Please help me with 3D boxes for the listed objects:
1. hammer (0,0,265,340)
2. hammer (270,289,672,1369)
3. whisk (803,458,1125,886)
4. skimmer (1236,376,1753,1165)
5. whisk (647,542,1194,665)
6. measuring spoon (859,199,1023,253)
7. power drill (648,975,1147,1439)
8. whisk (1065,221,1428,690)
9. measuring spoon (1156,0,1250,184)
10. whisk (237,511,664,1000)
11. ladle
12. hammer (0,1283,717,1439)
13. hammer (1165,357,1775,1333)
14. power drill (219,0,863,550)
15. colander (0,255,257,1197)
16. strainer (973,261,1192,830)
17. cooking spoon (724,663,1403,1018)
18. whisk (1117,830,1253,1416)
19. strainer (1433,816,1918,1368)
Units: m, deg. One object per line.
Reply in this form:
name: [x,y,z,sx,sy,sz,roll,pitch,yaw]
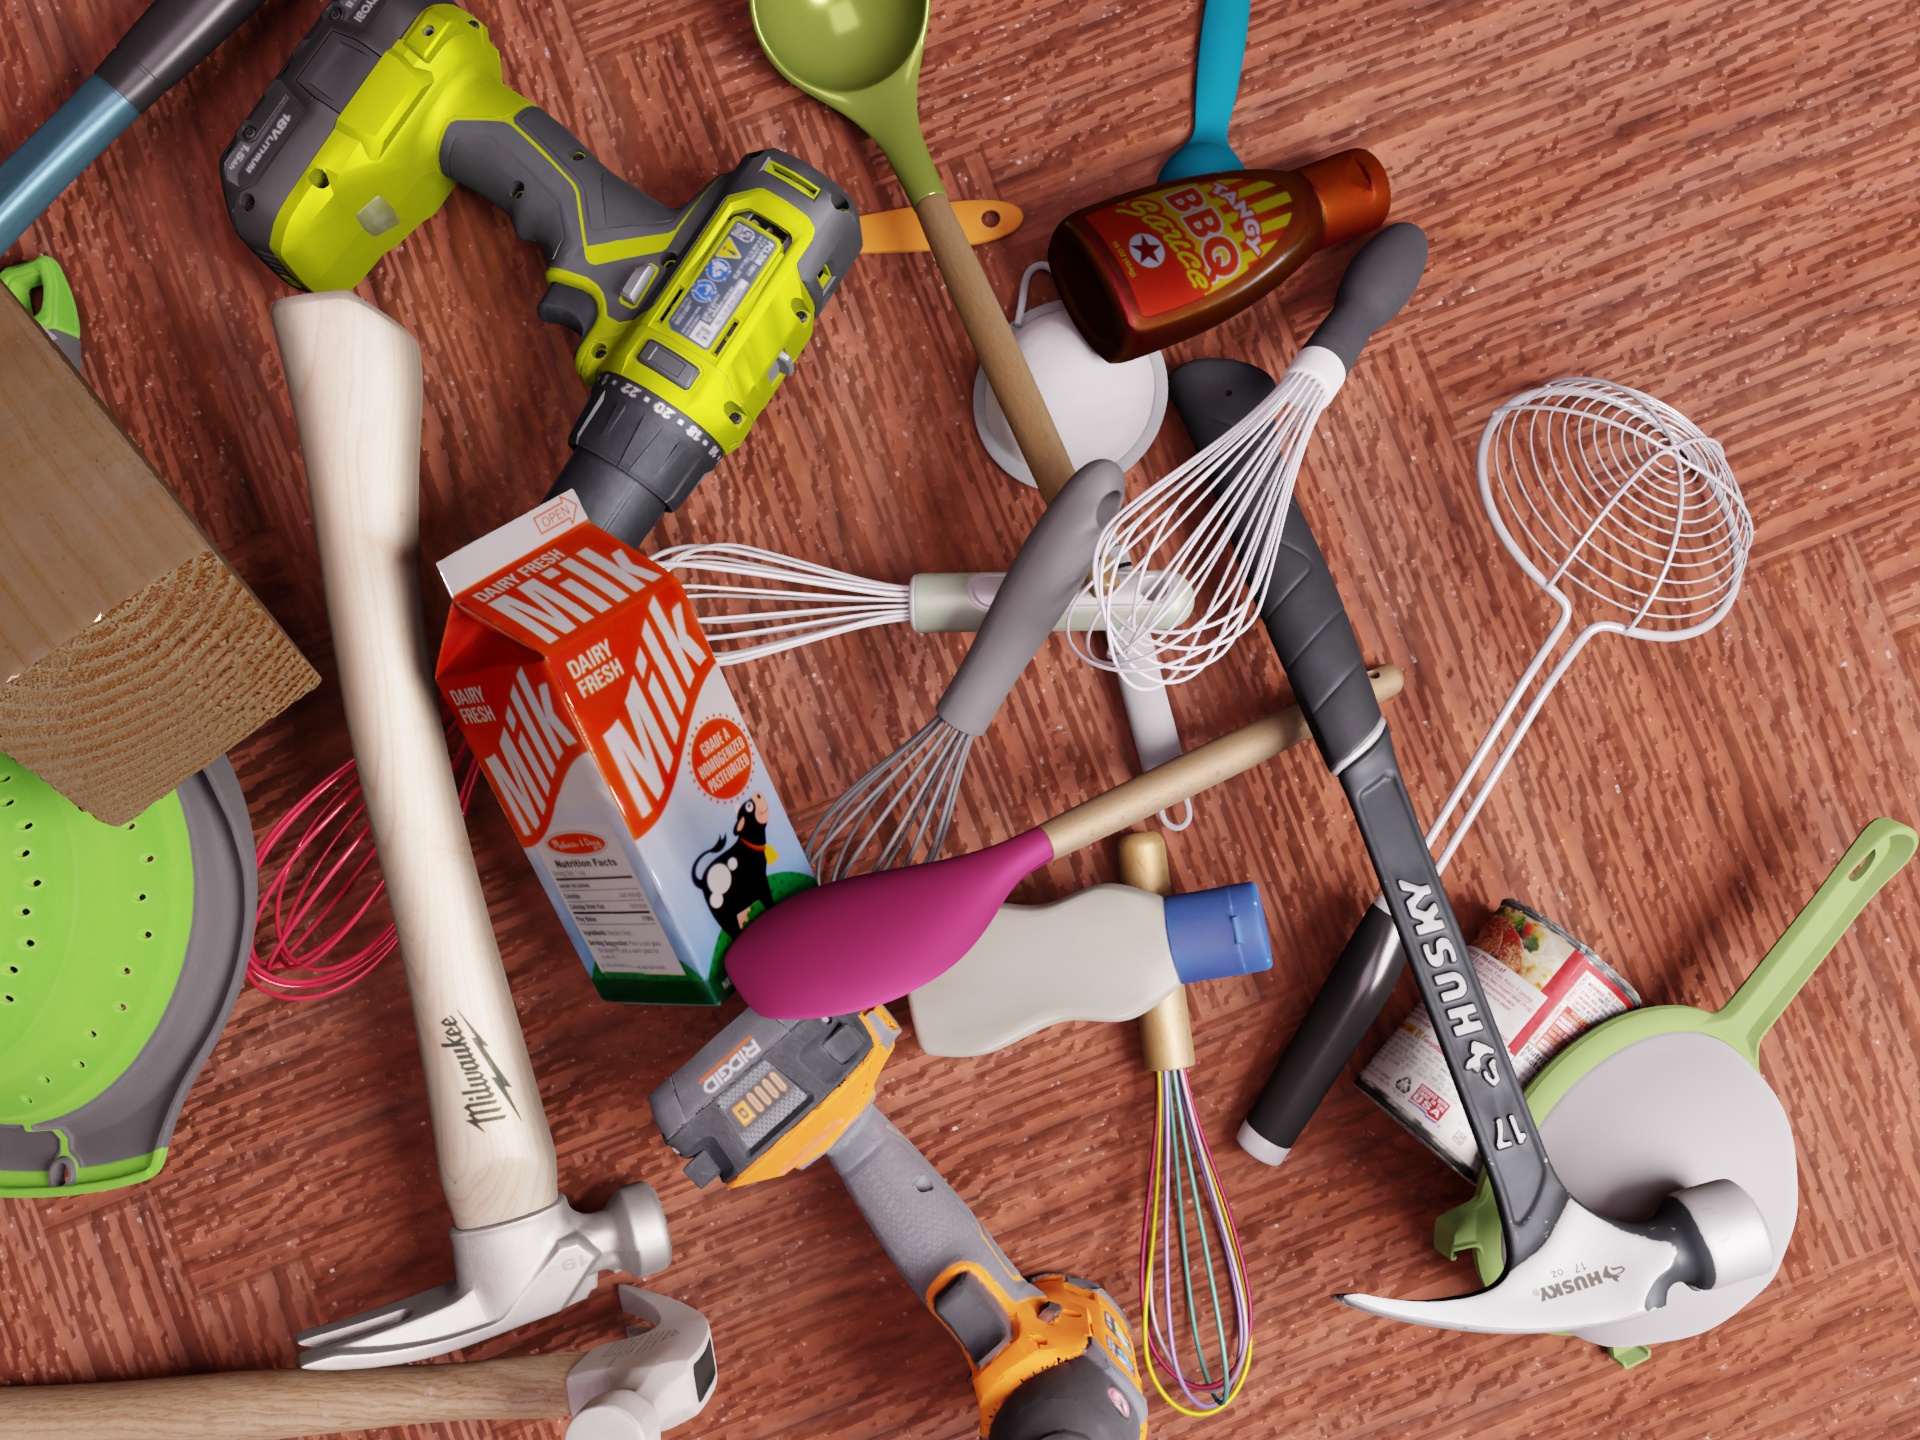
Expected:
hammer: [-0.353,-0.279,0.682,0.128,0.033,0.331,38,83,26]
hammer: [-0.220,0.044,0.620,0.146,0.038,0.410,-12,98,-26]
whisk: [-0.002,-0.003,0.642,0.055,0.055,0.239,32,109,1]
skimmer: [0.214,0.023,0.688,0.127,0.090,0.363,28,98,-3]
whisk: [-0.026,-0.050,0.665,0.246,0.059,0.058,0,61,6]
measuring spoon: [-0.030,-0.218,0.704,0.117,0.011,0.021,-6,88,-1]
power drill: [-0.015,0.202,0.612,0.084,0.164,0.226,-42,86,0]
whisk: [0.128,-0.117,0.634,0.070,0.070,0.285,36,60,1]
measuring spoon: [0.114,-0.279,0.702,0.042,0.021,0.128,7,89,0]
whisk: [-0.205,-0.009,0.674,0.073,0.073,0.296,35,82,1]
ladle: [-0.004,-0.197,0.656,0.078,0.062,0.320,-24,78,4]
hammer: [-0.258,0.273,0.642,0.331,0.130,0.031,-8,89,10]
hammer: [0.158,0.031,0.624,0.149,0.036,0.409,-16,69,-2]
power drill: [-0.180,-0.184,0.660,0.228,0.080,0.190,32,83,3]
colander: [-0.396,-0.009,0.631,0.204,0.094,0.397,-10,80,19]
strainer: [0.063,-0.077,0.686,0.087,0.050,0.258,-15,91,15]
cooking spoon: [0.054,0.039,0.638,0.319,0.069,0.017,-23,132,-22]
whisk: [0.089,0.170,0.674,0.047,0.051,0.245,-7,85,5]
strainer: [0.314,0.152,0.628,0.151,0.069,0.256,36,92,-29]
